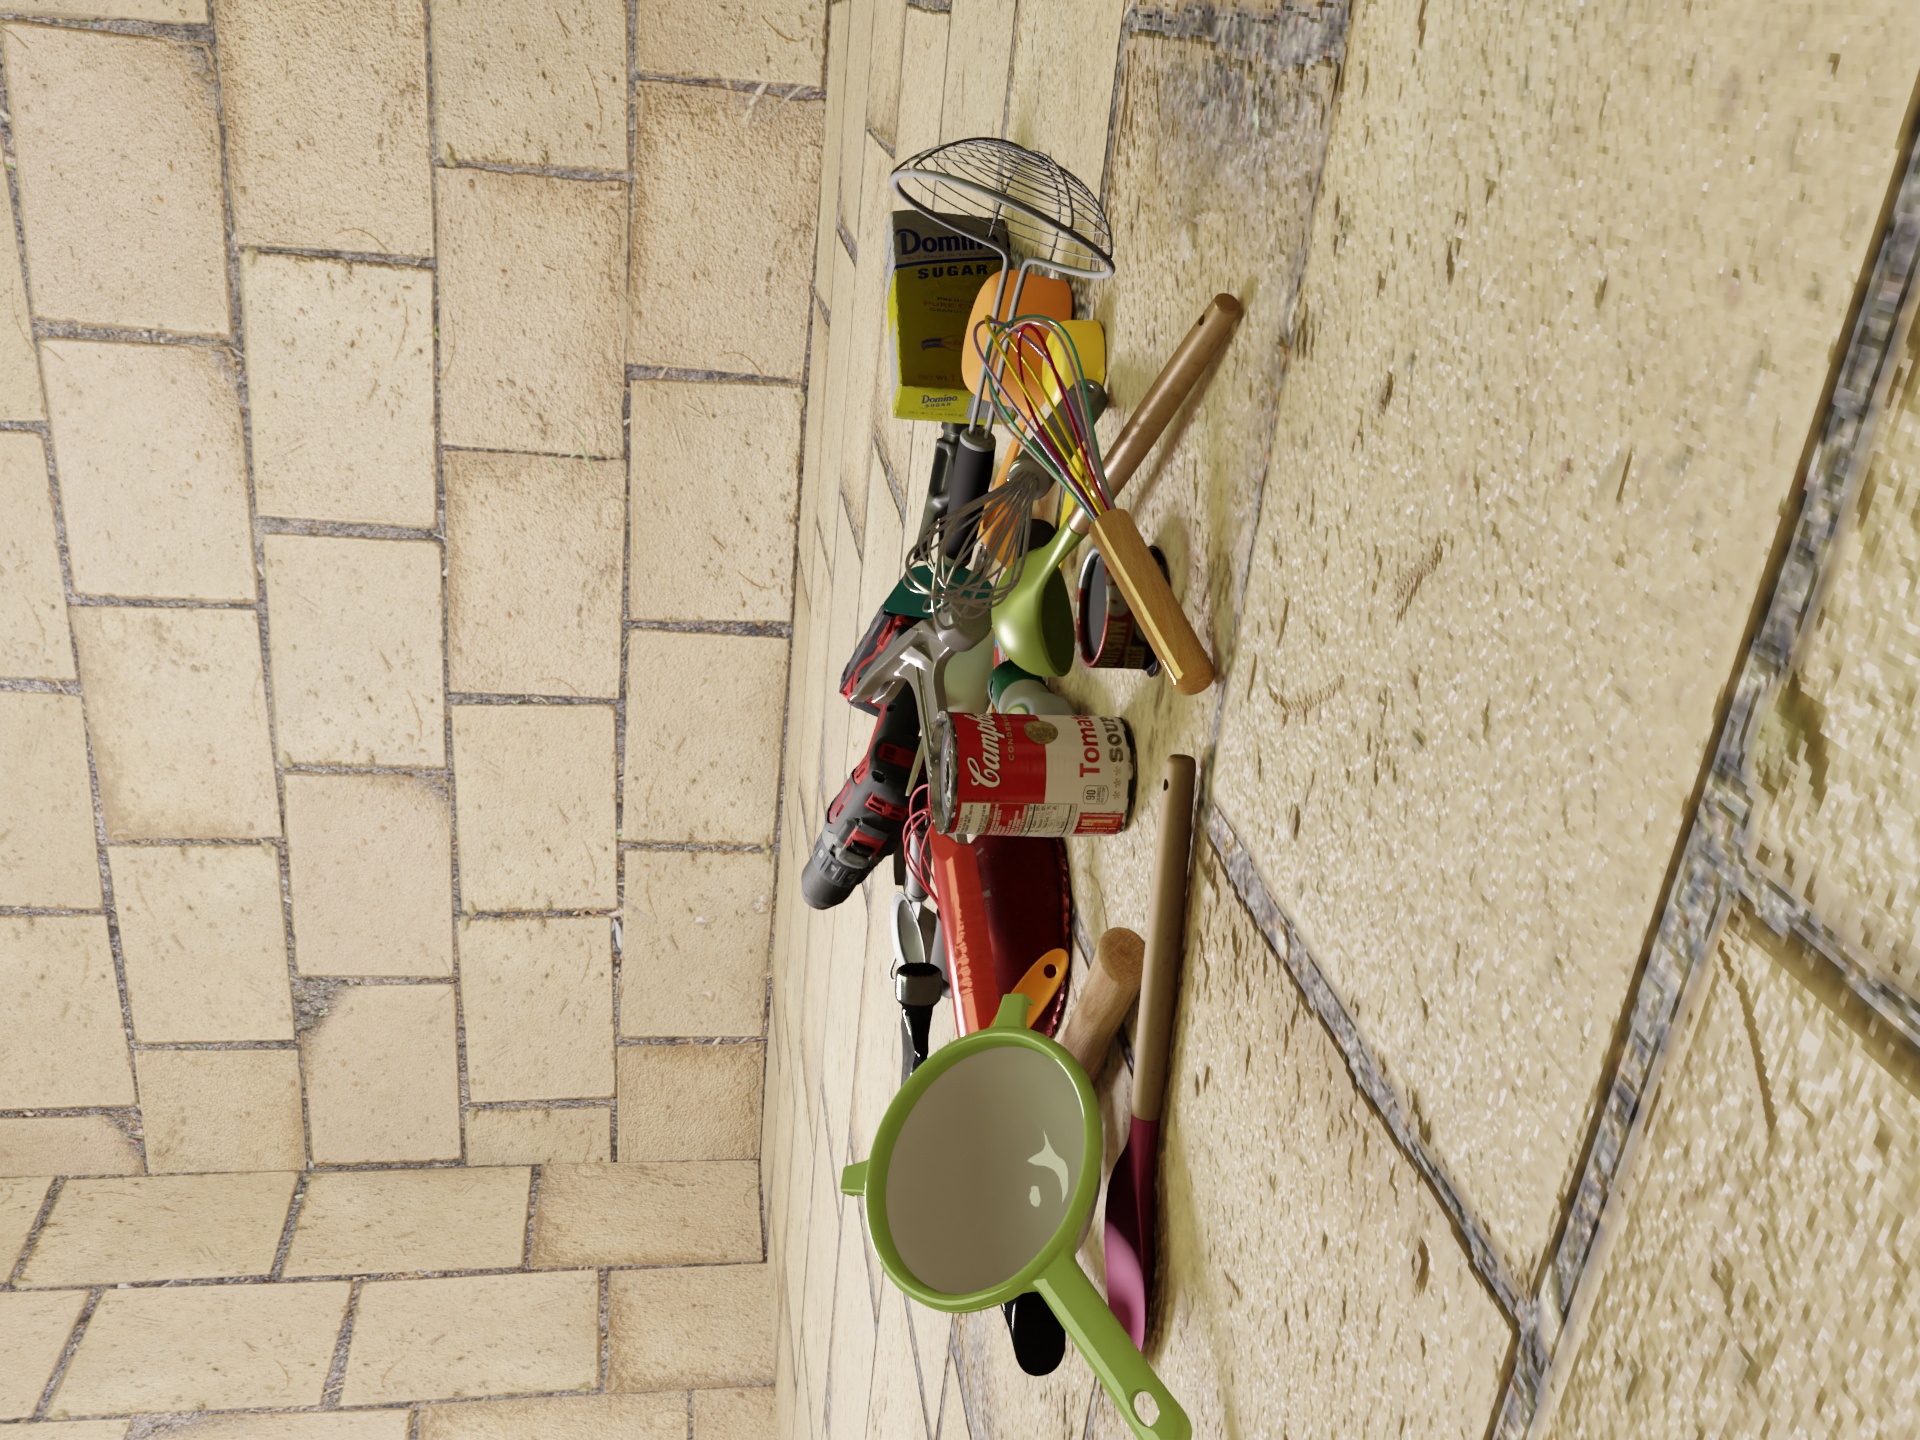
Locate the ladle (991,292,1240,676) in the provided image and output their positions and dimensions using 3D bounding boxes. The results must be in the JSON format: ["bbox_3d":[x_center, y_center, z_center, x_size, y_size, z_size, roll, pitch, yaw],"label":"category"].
[{"bbox_3d":[0.085,-0.118,0.853,0.320,0.062,0.078,124,151,-59],"label":"ladle"}]

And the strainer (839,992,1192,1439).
[{"bbox_3d":[0.050,0.271,0.813,0.151,0.069,0.257,-48,42,3],"label":"strainer"}]

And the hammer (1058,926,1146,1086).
[{"bbox_3d":[0.058,0.225,0.941,0.331,0.031,0.130,104,163,-48],"label":"hammer"}]

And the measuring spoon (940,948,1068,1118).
[{"bbox_3d":[0.027,0.178,0.907,0.117,0.021,0.011,-55,-21,4],"label":"measuring spoon"}]

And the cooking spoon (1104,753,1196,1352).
[{"bbox_3d":[0.095,0.172,0.787,0.069,0.017,0.318,-130,42,-72],"label":"cooking spoon"}]

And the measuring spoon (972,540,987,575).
[{"bbox_3d":[0.004,-0.115,1.310,0.124,0.018,0.034,111,158,-58],"label":"measuring spoon"}]

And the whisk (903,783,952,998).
[{"bbox_3d":[-0.007,0.135,1.205,0.295,0.073,0.073,92,173,-53],"label":"whisk"}]

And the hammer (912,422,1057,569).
[{"bbox_3d":[0.017,-0.146,1.183,0.337,0.034,0.127,-121,41,-69],"label":"hammer"}]

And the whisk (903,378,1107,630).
[{"bbox_3d":[0.033,-0.125,0.847,0.246,0.058,0.059,-57,-27,-48],"label":"whisk"}]

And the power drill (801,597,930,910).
[{"bbox_3d":[-0.068,0.030,1.286,0.227,0.080,0.187,-80,18,-46],"label":"power drill"}]

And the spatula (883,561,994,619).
[{"bbox_3d":[-0.014,-0.092,1.201,0.317,0.082,0.044,-143,60,-87],"label":"spatula"}]

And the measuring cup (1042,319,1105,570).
[{"bbox_3d":[0.061,-0.168,0.978,0.062,0.029,0.156,-117,33,-69],"label":"measuring cup"}]

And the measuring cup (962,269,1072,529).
[{"bbox_3d":[0.022,-0.213,1.057,0.095,0.052,0.173,-113,39,-65],"label":"measuring cup"}]

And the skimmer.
[{"bbox_3d":[0.007,-0.192,0.946,0.363,0.127,0.090,103,-168,-56],"label":"skimmer"}]

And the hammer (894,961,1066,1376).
[{"bbox_3d":[0.002,0.296,1.041,0.409,0.036,0.149,-135,46,-74],"label":"hammer"}]

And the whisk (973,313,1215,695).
[{"bbox_3d":[0.067,-0.114,0.791,0.047,0.051,0.245,85,162,-62],"label":"whisk"}]

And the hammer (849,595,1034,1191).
[{"bbox_3d":[-0.005,0.111,0.992,0.149,0.036,0.359,-39,53,51],"label":"hammer"}]

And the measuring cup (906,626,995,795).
[{"bbox_3d":[-0.002,-0.004,1.143,0.083,0.038,0.168,103,-175,-47],"label":"measuring cup"}]

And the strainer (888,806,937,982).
[{"bbox_3d":[-0.033,0.149,1.346,0.258,0.050,0.087,95,156,-52],"label":"strainer"}]

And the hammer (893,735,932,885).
[{"bbox_3d":[-0.015,0.071,1.337,0.386,0.038,0.143,156,114,-78],"label":"hammer"}]
